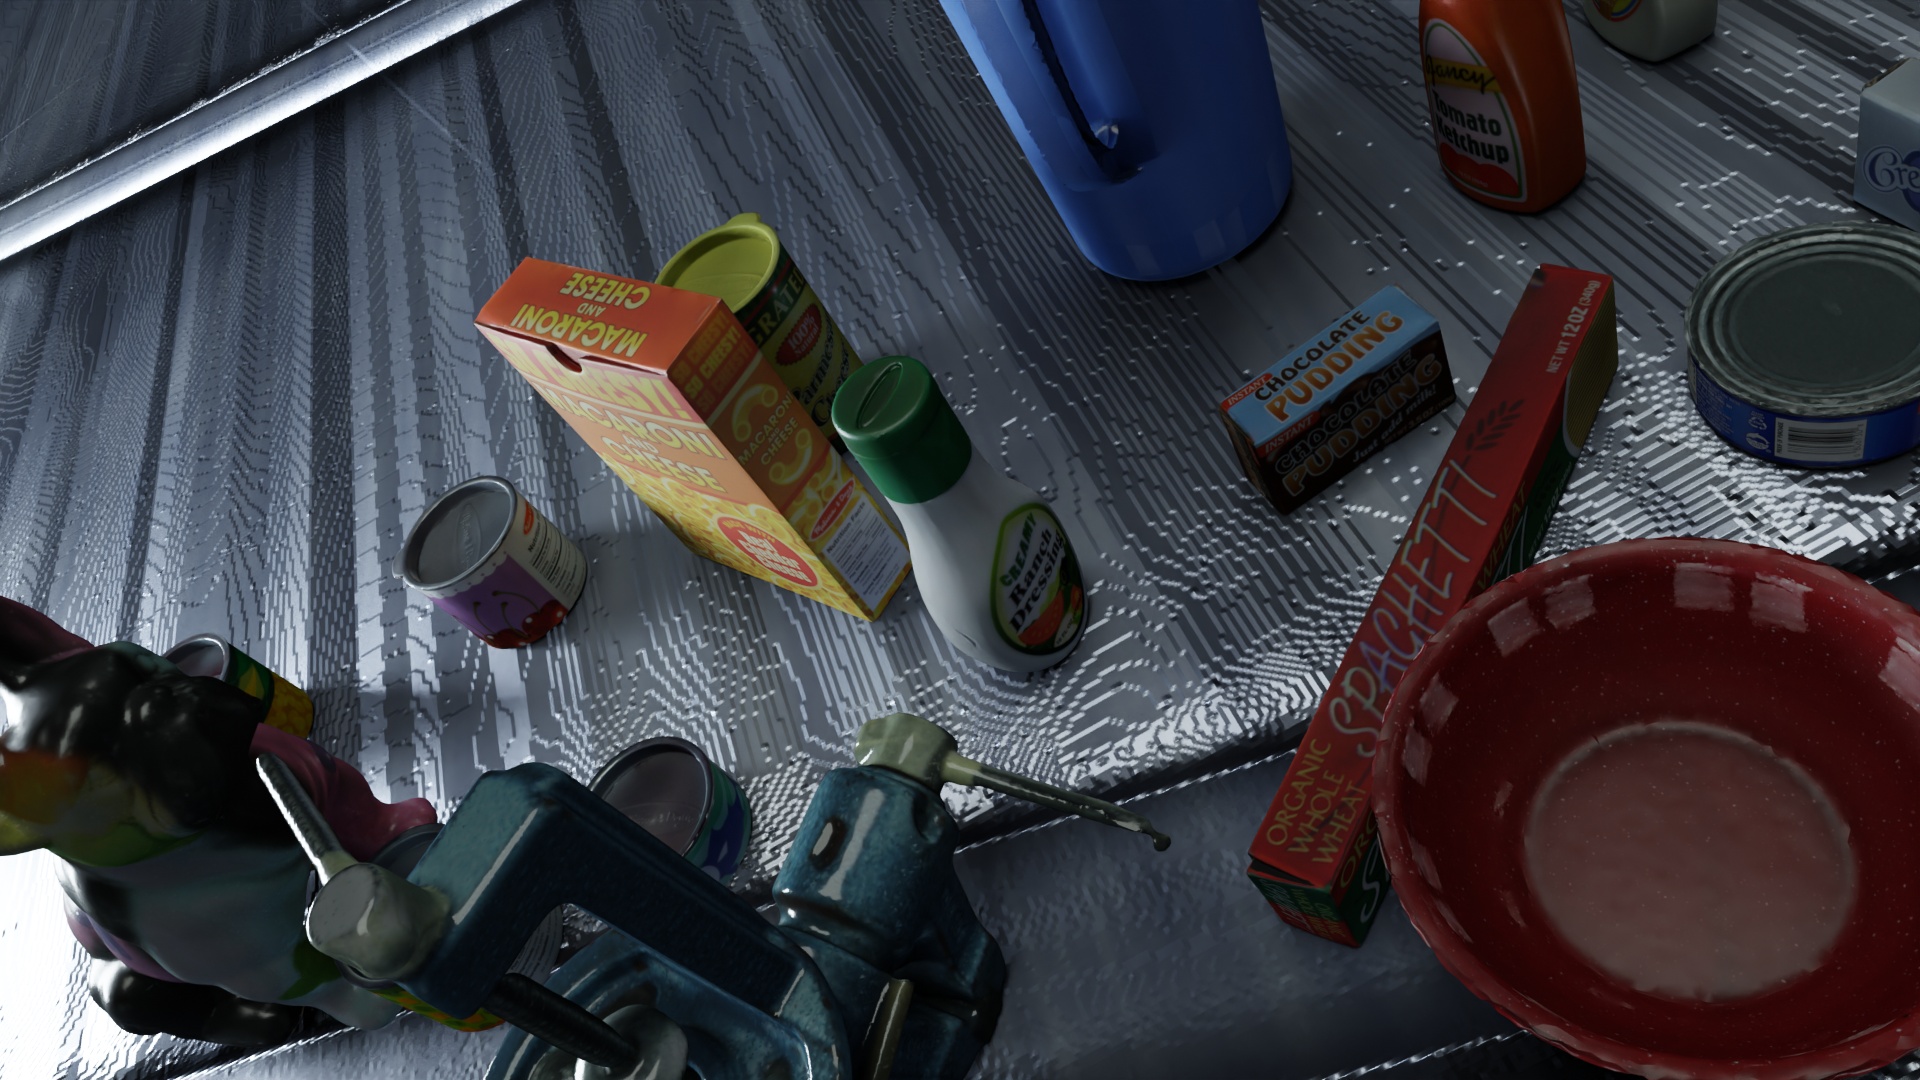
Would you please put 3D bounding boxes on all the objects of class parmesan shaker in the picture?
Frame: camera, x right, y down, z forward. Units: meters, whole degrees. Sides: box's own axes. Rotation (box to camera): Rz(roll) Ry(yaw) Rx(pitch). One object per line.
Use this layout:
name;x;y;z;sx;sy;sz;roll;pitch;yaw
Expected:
parmesan shaker;-0.088;-0.092;0.652;0.071;0.102;0.072;-15;50;18

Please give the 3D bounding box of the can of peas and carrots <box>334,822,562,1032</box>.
can of peas and carrots;-0.205;0.155;0.554;0.071;0.058;0.071;-15;50;18

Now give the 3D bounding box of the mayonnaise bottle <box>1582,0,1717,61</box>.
mayonnaise bottle;0.276;-0.270;0.563;0.041;0.147;0.065;-28;47;7

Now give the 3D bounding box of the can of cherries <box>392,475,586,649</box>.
can of cherries;-0.229;0.012;0.679;0.071;0.058;0.072;-15;50;18

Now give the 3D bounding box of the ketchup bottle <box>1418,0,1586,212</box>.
ketchup bottle;0.208;-0.199;0.544;0.043;0.148;0.065;-39;47;-3

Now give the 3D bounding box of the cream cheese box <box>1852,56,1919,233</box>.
cream cheese box;0.353;-0.118;0.468;0.024;0.053;0.104;-35;47;1

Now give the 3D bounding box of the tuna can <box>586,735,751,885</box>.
tuna can;-0.120;0.117;0.556;0.071;0.032;0.071;-15;50;18

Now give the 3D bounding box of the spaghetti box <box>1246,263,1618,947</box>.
spaghetti box;0.166;0.015;0.468;0.029;0.050;0.251;16;64;37

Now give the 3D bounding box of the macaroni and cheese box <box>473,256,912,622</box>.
macaroni and cheese box;-0.106;-0.039;0.578;0.124;0.166;0.040;17;66;37

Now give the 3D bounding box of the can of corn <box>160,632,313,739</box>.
can of corn;-0.371;0.091;0.694;0.071;0.058;0.071;-15;50;18

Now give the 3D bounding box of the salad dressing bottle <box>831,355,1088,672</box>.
salad dressing bottle;0.002;-0.006;0.507;0.044;0.147;0.064;12;62;35

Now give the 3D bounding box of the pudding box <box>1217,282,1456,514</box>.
pudding box;0.145;-0.054;0.533;0.084;0.049;0.030;-34;47;1
